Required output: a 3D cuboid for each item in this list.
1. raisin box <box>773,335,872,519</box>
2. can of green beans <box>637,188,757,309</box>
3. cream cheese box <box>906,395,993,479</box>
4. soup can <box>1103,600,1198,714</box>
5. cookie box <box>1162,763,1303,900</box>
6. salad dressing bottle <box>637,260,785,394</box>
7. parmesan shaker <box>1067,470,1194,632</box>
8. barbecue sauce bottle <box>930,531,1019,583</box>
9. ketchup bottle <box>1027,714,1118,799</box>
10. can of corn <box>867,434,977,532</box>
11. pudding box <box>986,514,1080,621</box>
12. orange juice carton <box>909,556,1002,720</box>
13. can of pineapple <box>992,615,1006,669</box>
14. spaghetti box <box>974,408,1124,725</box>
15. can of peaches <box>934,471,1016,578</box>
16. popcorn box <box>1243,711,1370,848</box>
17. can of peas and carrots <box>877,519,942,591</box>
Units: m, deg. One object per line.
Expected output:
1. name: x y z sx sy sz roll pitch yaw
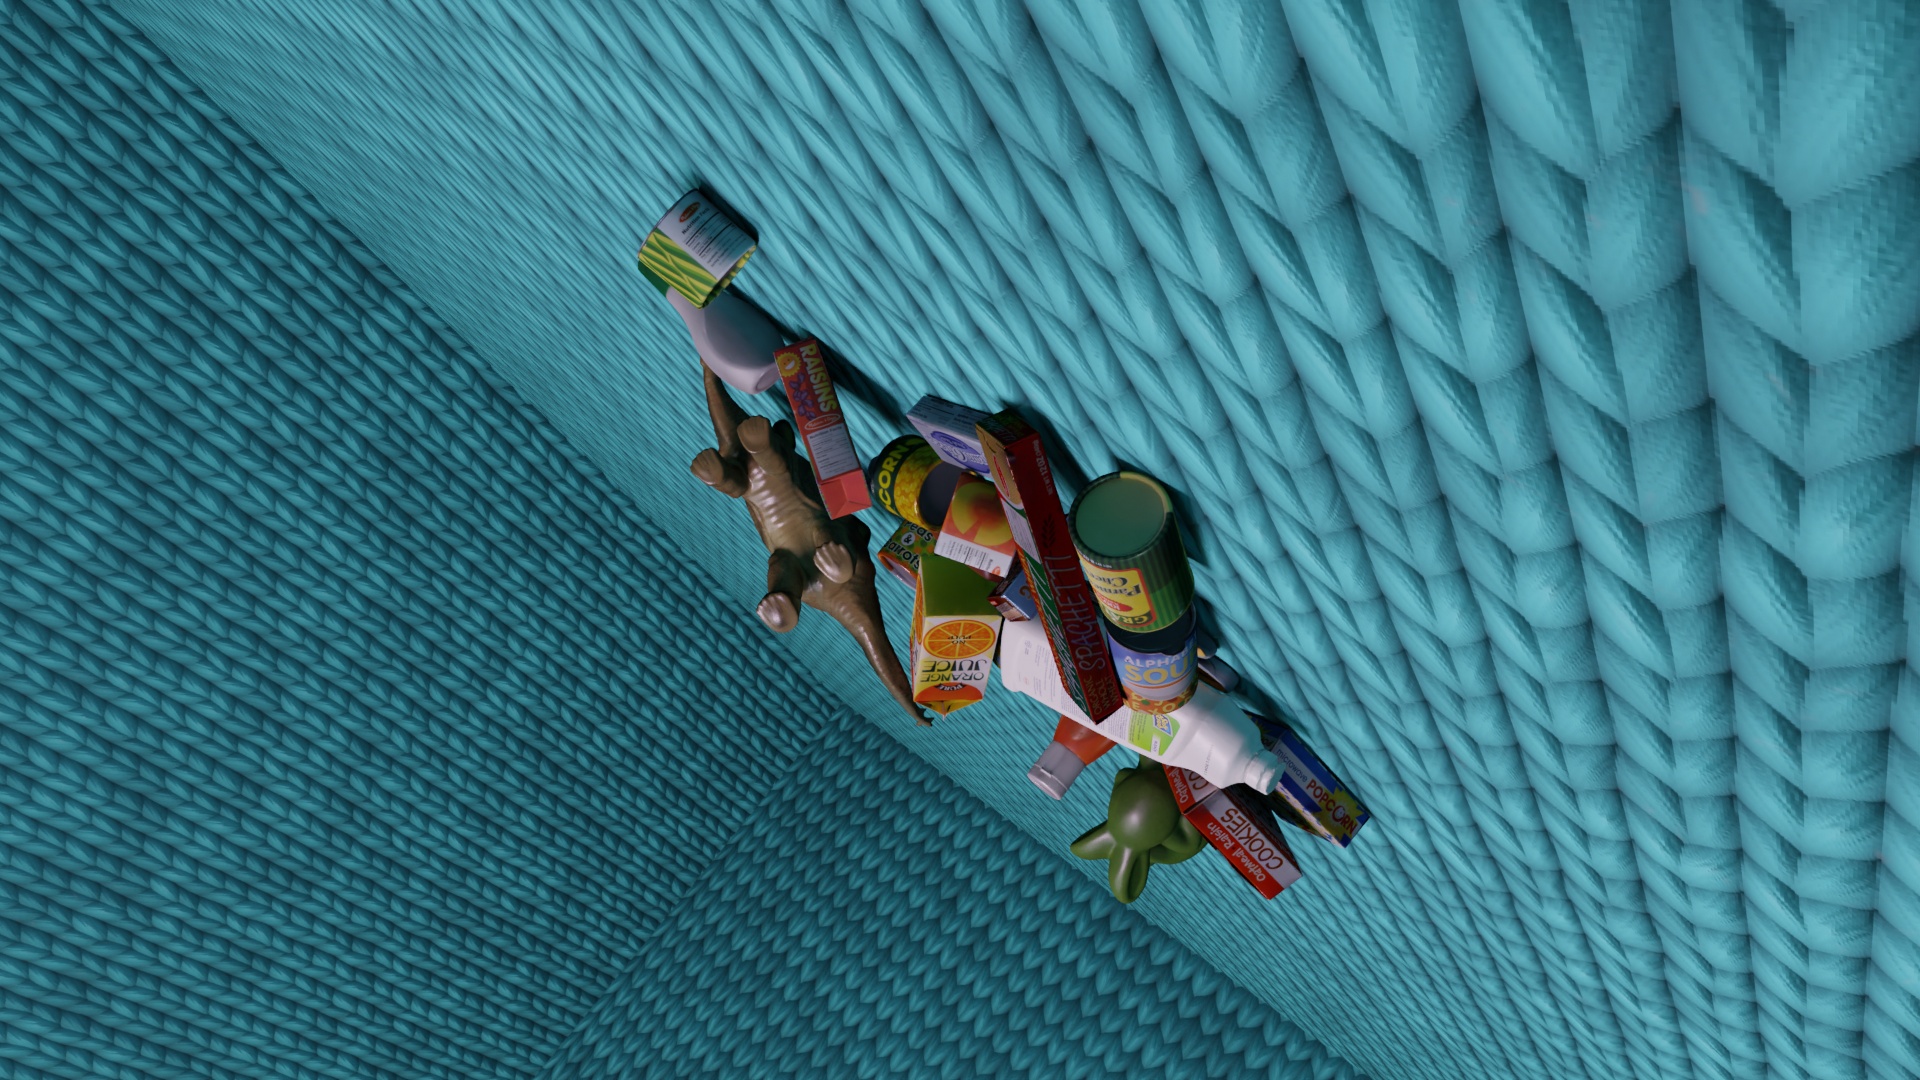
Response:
1. raisin box: -0.110 -0.090 1.124 0.086 0.040 0.123 80 170 -71
2. can of green beans: -0.189 -0.209 0.999 0.058 0.071 0.071 41 167 -8
3. cream cheese box: 0.008 -0.072 1.008 0.104 0.024 0.053 24 161 51
4. soup can: 0.142 0.081 1.016 0.071 0.071 0.083 32 152 32
5. cookie box: 0.223 0.216 1.202 0.122 0.040 0.168 45 -167 -21
6. salad dressing bottle: -0.206 -0.187 1.154 0.148 0.064 0.043 46 150 8
7. parmesan shaker: 0.109 0.007 0.896 0.071 0.071 0.102 32 165 30
8. barbecue sauce bottle: 0.004 -0.014 1.152 0.149 0.065 0.043 35 127 46
9. ketchup bottle: 0.117 0.157 1.212 0.065 0.149 0.043 33 164 28
10. can of corn: -0.030 -0.046 1.108 0.058 0.071 0.071 25 161 45
11. pudding box: 0.061 0.022 1.047 0.030 0.084 0.049 42 168 -8
12. orange juice carton: -0.009 0.098 1.353 0.073 0.072 0.191 -1 143 -8
13. can of pineapple: 0.063 0.102 1.360 0.071 0.071 0.058 42 167 -12
14. spaghetti box: 0.065 0.023 0.978 0.050 0.029 0.249 46 160 56
15. can of peaches: 0.018 -0.014 1.039 0.058 0.071 0.071 19 167 0
16. popcorn box: 0.271 0.197 1.162 0.126 0.038 0.085 45 166 -24
17. can of peas and carrots: -0.040 0.011 1.365 0.071 0.059 0.070 37 167 10
